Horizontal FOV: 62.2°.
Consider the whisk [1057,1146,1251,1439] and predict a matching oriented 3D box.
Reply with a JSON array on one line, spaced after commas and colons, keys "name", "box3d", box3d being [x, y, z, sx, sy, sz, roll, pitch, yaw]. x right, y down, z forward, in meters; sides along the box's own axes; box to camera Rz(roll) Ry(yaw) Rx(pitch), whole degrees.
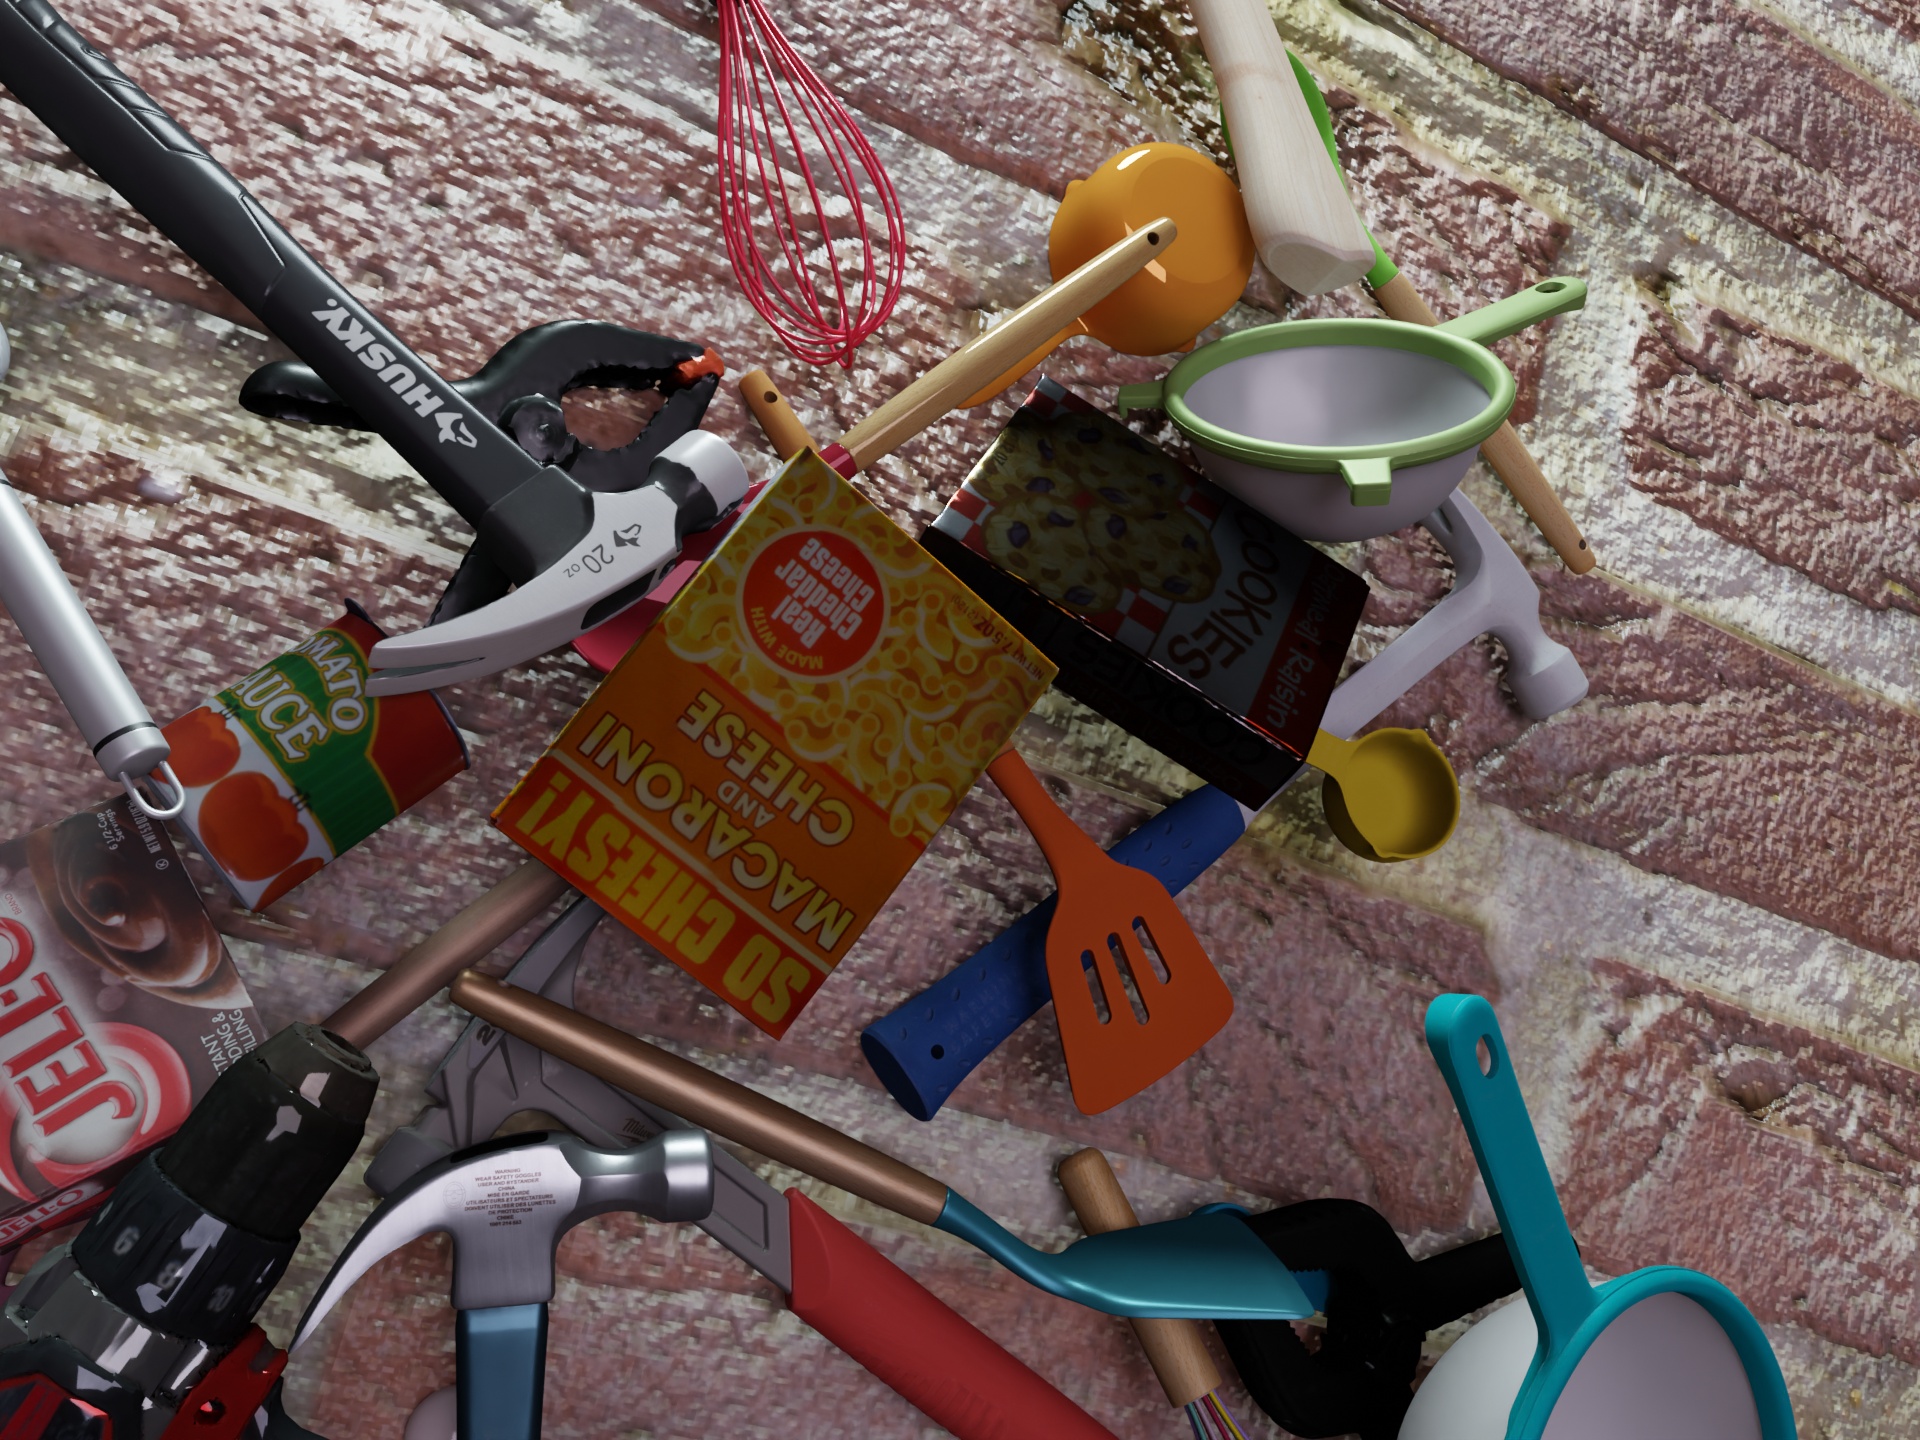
[{"name": "whisk", "box3d": [0.098, 0.280, 0.606, 0.051, 0.047, 0.245, -18, 69, -28]}]

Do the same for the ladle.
[{"name": "ladle", "box3d": [-0.026, -0.118, 0.624, 0.315, 0.031, 0.069, -39, 102, -20]}]

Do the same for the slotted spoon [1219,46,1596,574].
[{"name": "slotted spoon", "box3d": [0.225, -0.197, 0.792, 0.070, 0.031, 0.313, -44, 101, -25]}]

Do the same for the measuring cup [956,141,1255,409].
[{"name": "measuring cup", "box3d": [0.062, -0.190, 0.699, 0.173, 0.052, 0.095, -41, 99, -27]}]

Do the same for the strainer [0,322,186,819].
[{"name": "strainer", "box3d": [-0.302, -0.078, 0.485, 0.258, 0.050, 0.087, 56, 32, 7]}]

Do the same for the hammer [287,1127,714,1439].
[{"name": "hammer", "box3d": [-0.146, 0.299, 0.501, 0.128, 0.033, 0.331, 2, 87, -15]}]

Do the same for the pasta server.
[{"name": "pasta server", "box3d": [-0.194, 0.092, 0.537, 0.060, 0.040, 0.316, 42, 62, 14]}]

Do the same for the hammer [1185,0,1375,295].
[{"name": "hammer", "box3d": [0.105, -0.385, 0.735, 0.146, 0.038, 0.411, -15, 78, -27]}]

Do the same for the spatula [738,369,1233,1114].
[{"name": "spatula", "box3d": [-0.001, -0.002, 0.628, 0.081, 0.041, 0.323, -29, 81, -24]}]

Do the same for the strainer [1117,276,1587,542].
[{"name": "strainer", "box3d": [0.207, -0.143, 0.737, 0.256, 0.152, 0.069, -27, 129, -30]}]

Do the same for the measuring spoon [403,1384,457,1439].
[{"name": "measuring spoon", "box3d": [-0.193, 0.274, 0.513, 0.034, 0.018, 0.124, 43, 67, -12]}]

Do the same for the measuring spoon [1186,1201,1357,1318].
[{"name": "measuring spoon", "box3d": [0.137, 0.236, 0.679, 0.128, 0.021, 0.042, 26, 76, -28]}]

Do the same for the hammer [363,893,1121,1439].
[{"name": "hammer", "box3d": [-0.030, 0.209, 0.592, 0.359, 0.037, 0.149, 41, 67, -12]}]

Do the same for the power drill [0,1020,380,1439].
[{"name": "power drill", "box3d": [-0.165, 0.214, 0.446, 0.226, 0.080, 0.188, 36, 78, -9]}]

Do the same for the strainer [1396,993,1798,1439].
[{"name": "strainer", "box3d": [0.210, 0.255, 0.610, 0.211, 0.095, 0.340, -29, 103, -34]}]

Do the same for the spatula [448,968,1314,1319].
[{"name": "spatula", "box3d": [-0.026, 0.150, 0.559, 0.317, 0.082, 0.044, 28, 92, -14]}]

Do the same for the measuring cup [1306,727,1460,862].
[{"name": "measuring cup", "box3d": [0.139, 0.012, 0.679, 0.156, 0.029, 0.062, 27, 69, -6]}]

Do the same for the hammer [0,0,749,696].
[{"name": "hammer", "box3d": [-0.237, -0.150, 0.528, 0.335, 0.035, 0.146, 43, 55, 1]}]

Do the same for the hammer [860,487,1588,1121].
[{"name": "hammer", "box3d": [0.120, 0.027, 0.696, 0.405, 0.035, 0.144, -35, 96, -26]}]

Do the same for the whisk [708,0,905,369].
[{"name": "whisk", "box3d": [-0.086, -0.280, 0.647, 0.073, 0.073, 0.296, -14, 81, -26]}]
